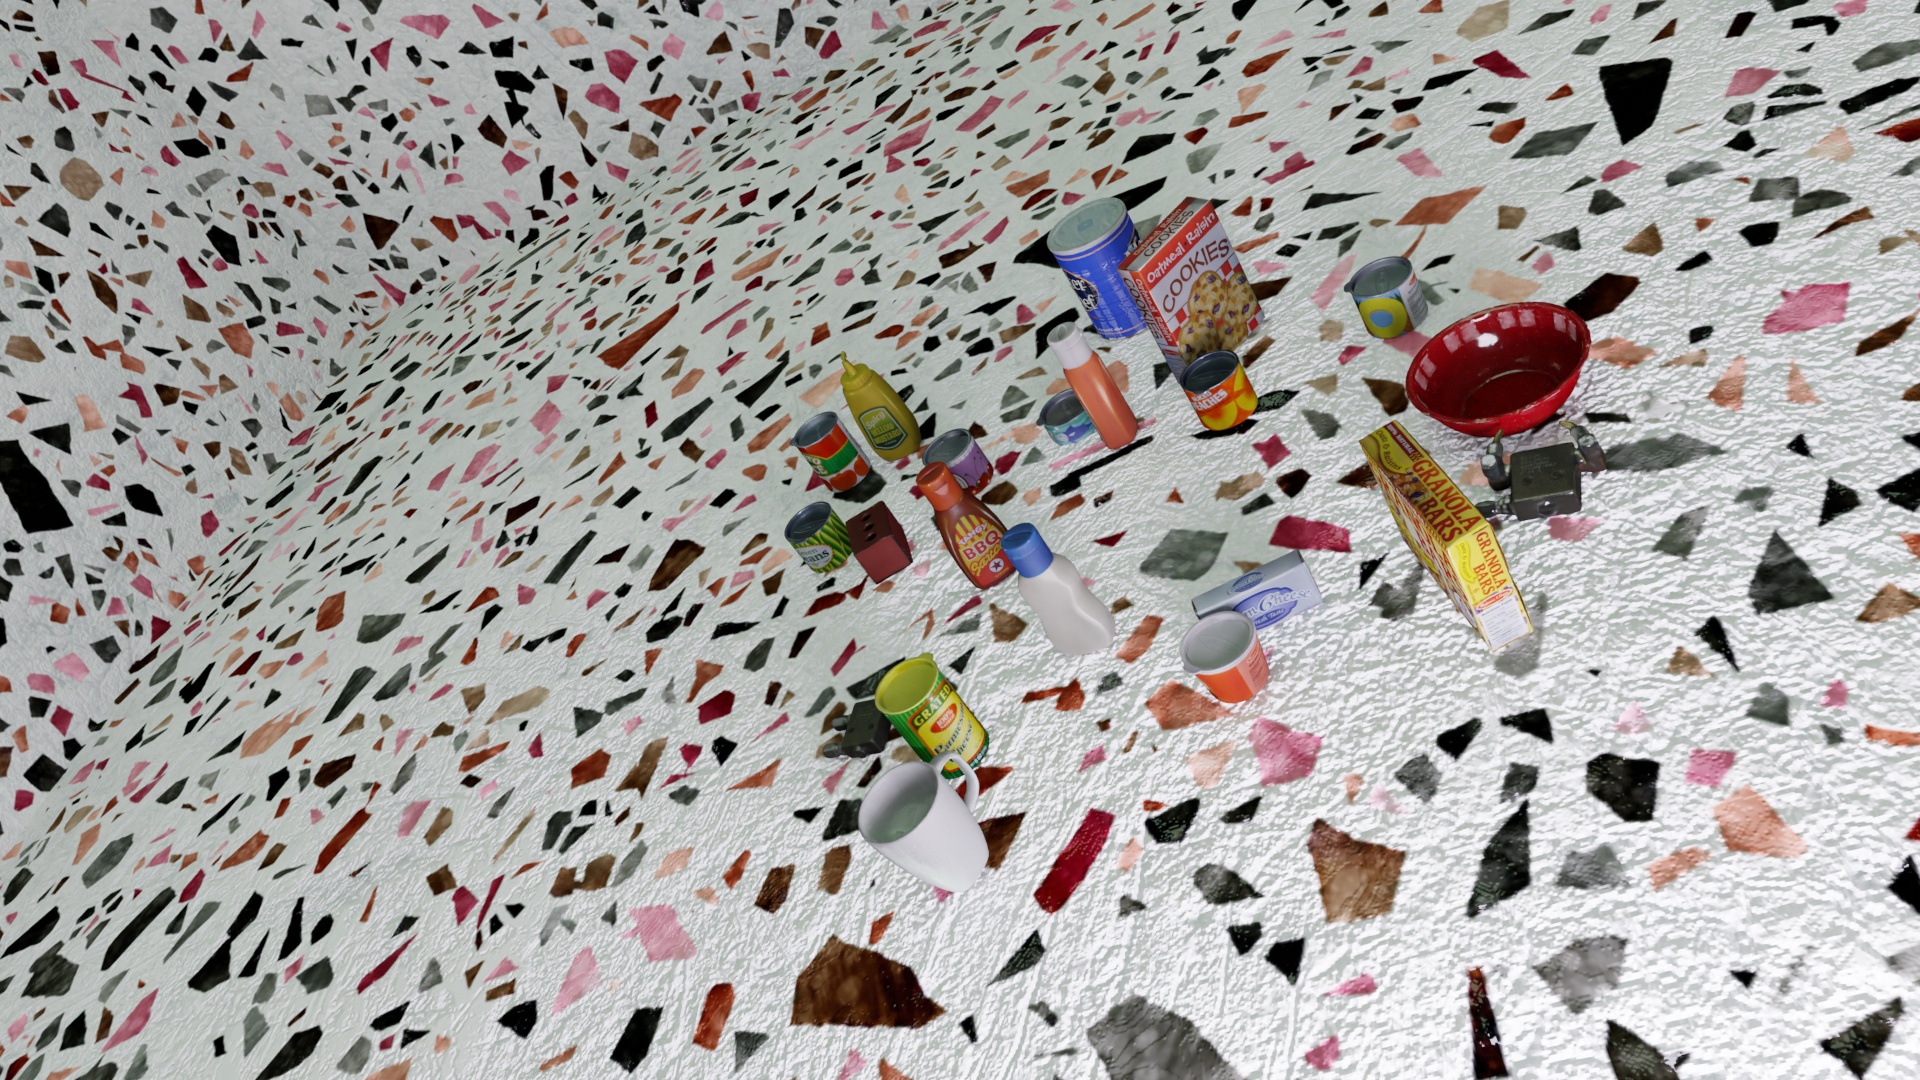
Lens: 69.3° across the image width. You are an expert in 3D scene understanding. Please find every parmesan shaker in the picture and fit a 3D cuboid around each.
[{"bbox_3d":[-0.023,0.163,1.281,0.071,0.102,0.072,-23,35,18],"label":"parmesan shaker"}]

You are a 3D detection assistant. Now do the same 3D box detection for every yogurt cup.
[{"bbox_3d":[0.228,0.102,1.182,0.072,0.053,0.073,-23,35,18],"label":"yogurt cup"}]

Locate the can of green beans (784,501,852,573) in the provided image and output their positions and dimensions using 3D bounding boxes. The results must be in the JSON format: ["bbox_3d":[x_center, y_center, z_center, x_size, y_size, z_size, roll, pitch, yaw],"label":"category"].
[{"bbox_3d":[-0.167,-0.003,1.658,0.071,0.057,0.071,-23,35,18],"label":"can of green beans"}]

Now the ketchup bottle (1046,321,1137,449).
[{"bbox_3d":[0.144,-0.171,1.512,0.043,0.148,0.065,-23,35,18],"label":"ketchup bottle"}]

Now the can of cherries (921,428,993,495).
[{"bbox_3d":[-0.004,-0.086,1.618,0.071,0.058,0.072,-23,35,18],"label":"can of cherries"}]

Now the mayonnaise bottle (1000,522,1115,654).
[{"bbox_3d":[0.088,0.046,1.291,0.064,0.147,0.041,-12,40,31],"label":"mayonnaise bottle"}]

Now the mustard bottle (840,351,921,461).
[{"bbox_3d":[-0.109,-0.170,1.723,0.065,0.159,0.049,-23,35,19],"label":"mustard bottle"}]

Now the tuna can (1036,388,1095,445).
[{"bbox_3d":[0.125,-0.141,1.598,0.071,0.032,0.071,-23,35,18],"label":"tuna can"}]

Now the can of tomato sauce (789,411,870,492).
[{"bbox_3d":[-0.165,-0.111,1.768,0.071,0.083,0.071,-23,35,18],"label":"can of tomato sauce"}]

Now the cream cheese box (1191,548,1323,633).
[{"bbox_3d":[0.260,0.053,1.216,0.103,0.053,0.024,-27,34,13],"label":"cream cheese box"}]

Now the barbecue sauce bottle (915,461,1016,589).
[{"bbox_3d":[0.005,-0.018,1.443,0.065,0.148,0.044,-36,33,-1],"label":"barbecue sauce bottle"}]

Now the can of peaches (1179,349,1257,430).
[{"bbox_3d":[0.272,-0.156,1.464,0.071,0.058,0.071,-23,35,18],"label":"can of peaches"}]

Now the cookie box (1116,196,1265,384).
[{"bbox_3d":[0.254,-0.272,1.525,0.123,0.167,0.040,-46,35,-16],"label":"cookie box"}]

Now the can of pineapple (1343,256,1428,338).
[{"bbox_3d":[0.441,-0.250,1.434,0.071,0.057,0.071,-23,35,18],"label":"can of pineapple"}]

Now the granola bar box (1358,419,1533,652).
[{"bbox_3d":[0.388,-0.007,1.114,0.039,0.124,0.166,-30,33,9],"label":"granola bar box"}]
